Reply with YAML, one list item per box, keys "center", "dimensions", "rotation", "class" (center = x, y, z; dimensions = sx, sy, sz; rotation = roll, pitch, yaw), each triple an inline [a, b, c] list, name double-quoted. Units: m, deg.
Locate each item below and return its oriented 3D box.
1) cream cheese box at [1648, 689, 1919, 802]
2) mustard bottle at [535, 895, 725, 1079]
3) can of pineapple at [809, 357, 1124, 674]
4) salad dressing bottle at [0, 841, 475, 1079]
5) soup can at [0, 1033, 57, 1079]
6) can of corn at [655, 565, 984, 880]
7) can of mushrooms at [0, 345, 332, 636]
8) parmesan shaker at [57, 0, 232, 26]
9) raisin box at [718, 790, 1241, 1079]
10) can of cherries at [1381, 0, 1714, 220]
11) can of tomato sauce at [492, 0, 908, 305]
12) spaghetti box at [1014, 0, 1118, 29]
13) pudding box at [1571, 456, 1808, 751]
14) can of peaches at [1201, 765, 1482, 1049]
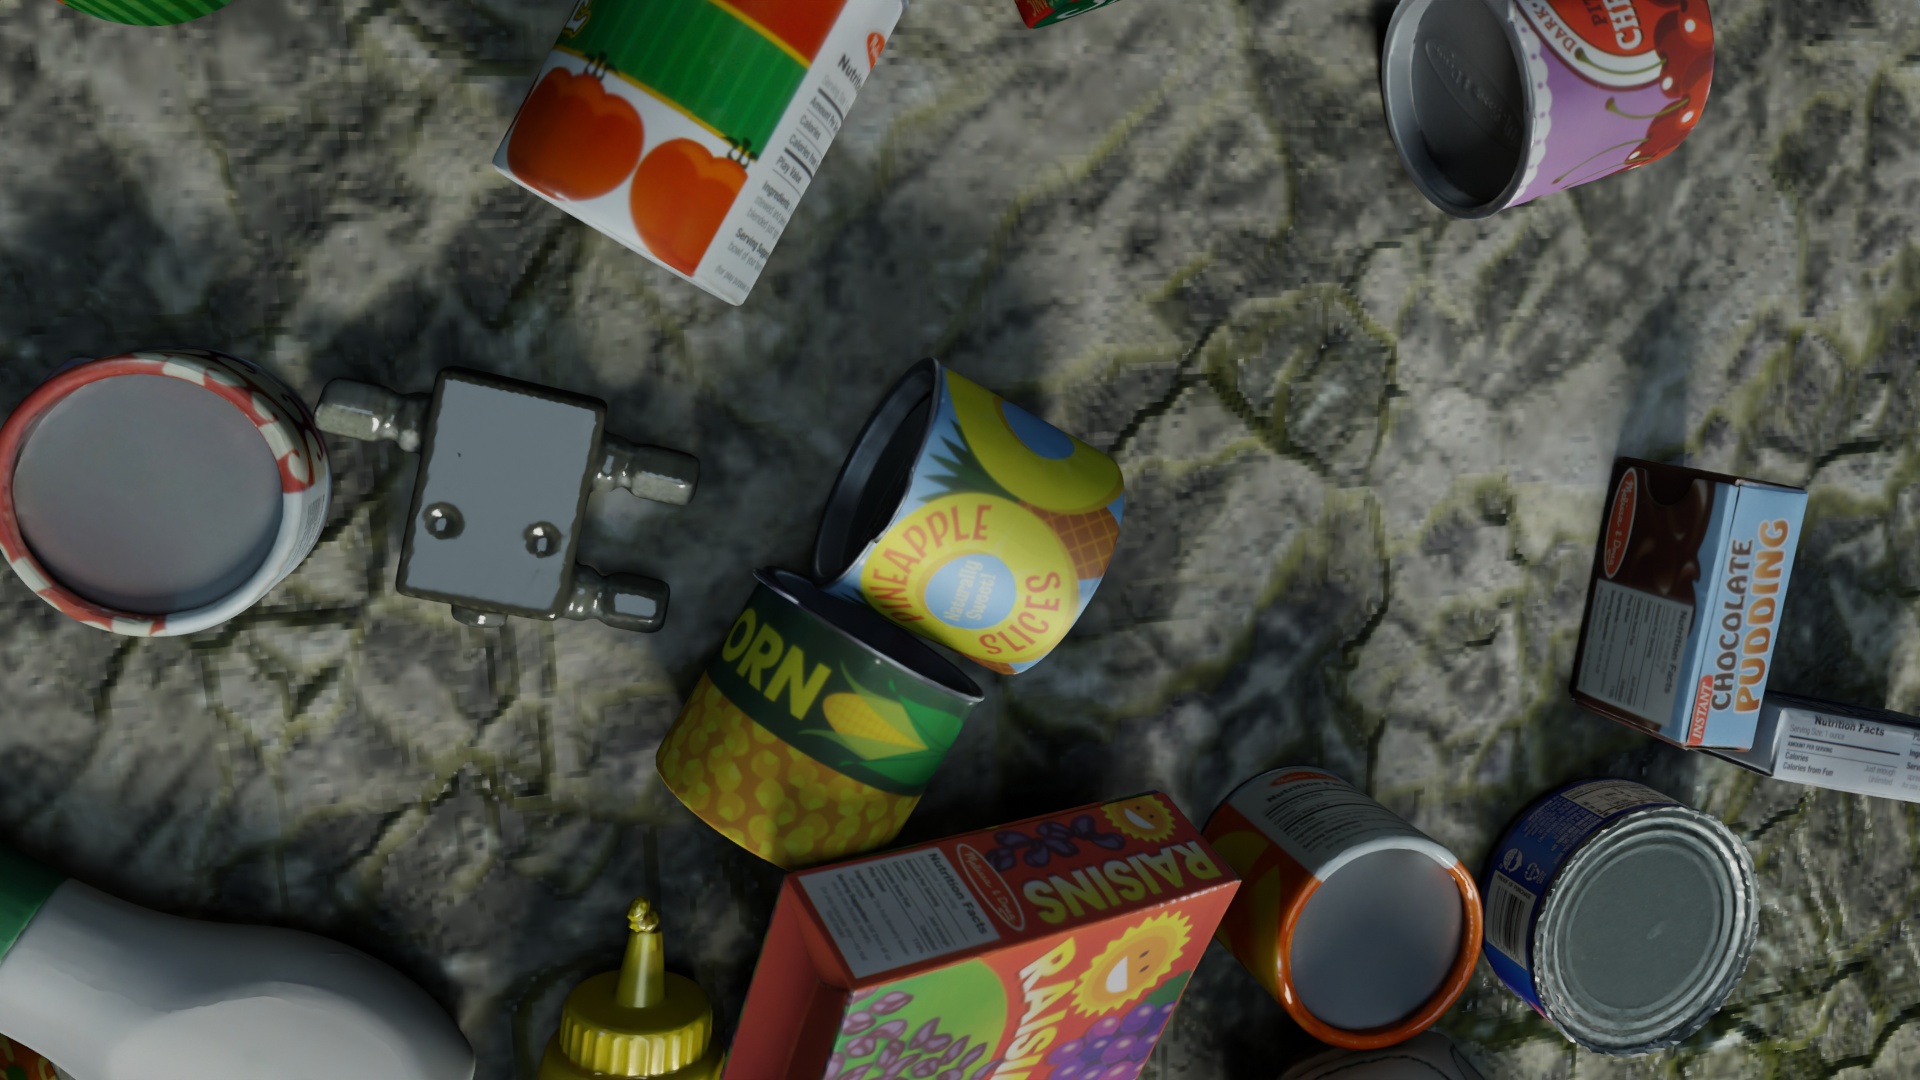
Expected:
- center: [0.288, 0.067, 0.458]
  dimensions: [0.104, 0.053, 0.024]
  rotation: [10, 96, -17]
  class: "cream cheese box"
- center: [-0.090, 0.171, 0.378]
  dimensions: [0.065, 0.049, 0.160]
  rotation: [5, 98, -16]
  class: "mustard bottle"
- center: [0.001, -0.005, 0.361]
  dimensions: [0.058, 0.071, 0.071]
  rotation: [27, 92, -18]
  class: "can of pineapple"
- center: [-0.197, 0.116, 0.344]
  dimensions: [0.147, 0.044, 0.064]
  rotation: [35, 92, -17]
  class: "salad dressing bottle"
- center: [-0.250, 0.154, 0.314]
  dimensions: [0.071, 0.084, 0.071]
  rotation: [-3, 101, -14]
  class: "soup can"
- center: [-0.039, 0.047, 0.360]
  dimensions: [0.071, 0.071, 0.058]
  rotation: [30, 92, -18]
  class: "can of corn"
- center: [-0.189, -0.014, 0.328]
  dimensions: [0.071, 0.033, 0.071]
  rotation: [-3, 101, -14]
  class: "can of mushrooms"
- center: [-0.177, -0.140, 0.272]
  dimensions: [0.071, 0.103, 0.071]
  rotation: [-3, 100, -14]
  class: "parmesan shaker"
- center: [0.005, 0.118, 0.366]
  dimensions: [0.124, 0.040, 0.085]
  rotation: [-4, 125, -35]
  class: "raisin box"
- center: [0.160, -0.129, 0.380]
  dimensions: [0.058, 0.071, 0.071]
  rotation: [-19, 104, -11]
  class: "can of cherries"
- center: [-0.063, -0.108, 0.328]
  dimensions: [0.071, 0.071, 0.083]
  rotation: [28, 92, -18]
  class: "can of tomato sauce"
- center: [0.130, -0.192, 0.372]
  dimensions: [0.250, 0.050, 0.028]
  rotation: [-22, 104, -10]
  class: "spaghetti box"
- center: [0.227, 0.019, 0.435]
  dimensions: [0.030, 0.050, 0.083]
  rotation: [5, 99, -17]
  class: "pudding box"
- center: [0.112, 0.111, 0.417]
  dimensions: [0.071, 0.058, 0.071]
  rotation: [-3, 100, -15]
  class: "can of peaches"
